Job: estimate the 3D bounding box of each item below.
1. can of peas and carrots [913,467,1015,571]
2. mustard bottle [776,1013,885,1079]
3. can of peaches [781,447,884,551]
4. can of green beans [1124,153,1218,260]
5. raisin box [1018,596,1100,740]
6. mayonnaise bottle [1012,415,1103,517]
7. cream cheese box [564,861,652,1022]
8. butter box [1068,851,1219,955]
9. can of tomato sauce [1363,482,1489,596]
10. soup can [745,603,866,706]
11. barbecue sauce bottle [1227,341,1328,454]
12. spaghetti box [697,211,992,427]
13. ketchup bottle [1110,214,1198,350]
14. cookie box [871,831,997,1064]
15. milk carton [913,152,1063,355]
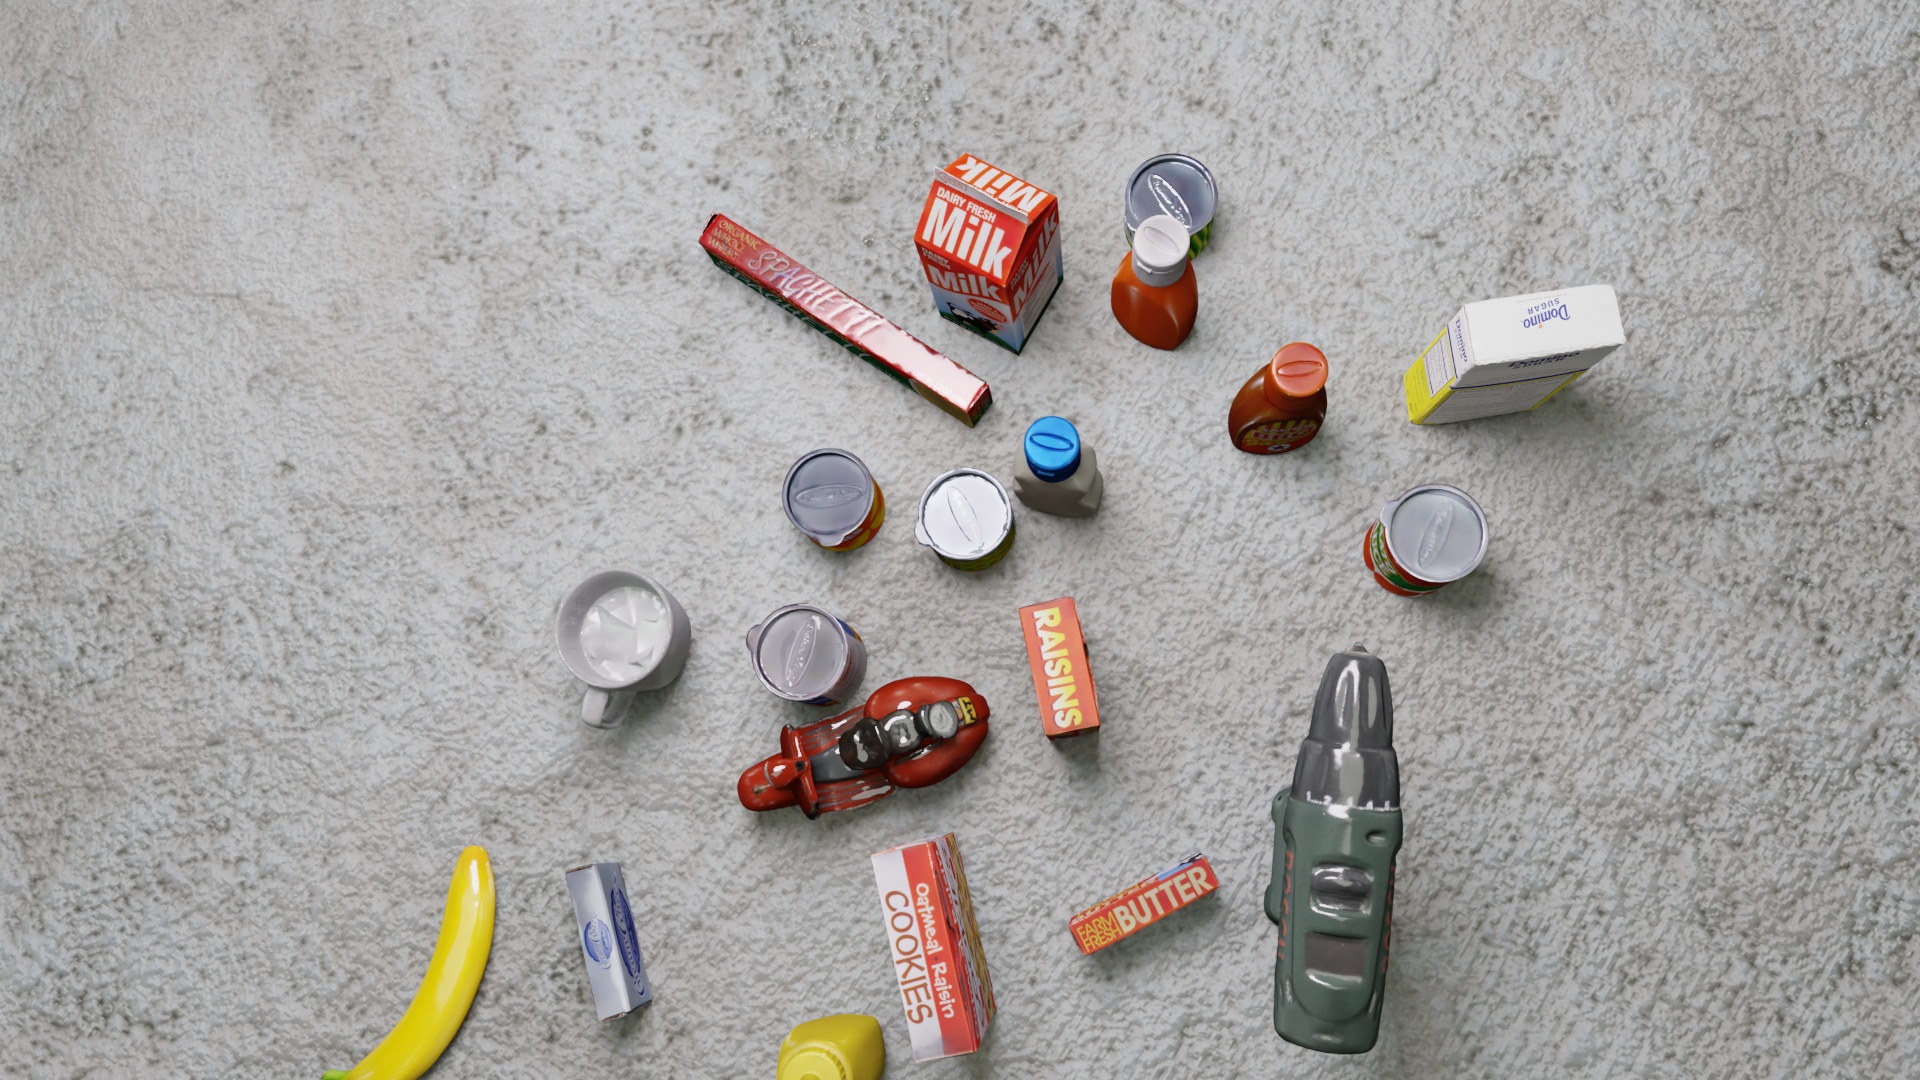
[{"bbox_3d":[0.004,-0.012,0.993,0.071,0.058,0.071,-1,80,5],"label":"can of peas and carrots"},{"bbox_3d":[-0.087,0.336,0.884,0.065,0.160,0.049,-8,79,4],"label":"mustard bottle"},{"bbox_3d":[-0.091,-0.026,1.005,0.071,0.058,0.071,-1,80,5],"label":"can of peaches"},{"bbox_3d":[0.154,-0.242,1.023,0.071,0.057,0.071,-1,80,5],"label":"can of green beans"},{"bbox_3d":[0.068,0.089,0.935,0.040,0.123,0.086,-11,79,3],"label":"raisin box"},{"bbox_3d":[0.065,-0.050,0.949,0.065,0.148,0.041,13,81,8],"label":"mayonnaise bottle"},{"bbox_3d":[-0.244,0.276,0.964,0.024,0.053,0.104,-17,78,2],"label":"cream cheese box"},{"bbox_3d":[0.123,0.245,0.937,0.103,0.053,0.024,-27,79,0],"label":"butter box"},{"bbox_3d":[0.314,0.001,0.950,0.071,0.083,0.071,-1,80,5],"label":"can of tomato sauce"},{"bbox_3d":[-0.107,0.081,0.973,0.071,0.083,0.071,-1,80,5],"label":"soup can"},{"bbox_3d":[0.220,-0.096,0.943,0.065,0.148,0.044,-6,80,4],"label":"barbecue sauce bottle"},{"bbox_3d":[-0.087,-0.165,1.035,0.250,0.050,0.029,33,85,10],"label":"spaghetti box"},{"bbox_3d":[0.136,-0.180,0.967,0.065,0.148,0.043,37,85,10],"label":"ketchup bottle"},{"bbox_3d":[-0.013,0.253,0.889,0.040,0.167,0.123,-15,79,3],"label":"cookie box"},{"bbox_3d":[0.022,-0.201,0.960,0.072,0.190,0.073,29,84,10],"label":"milk carton"}]
